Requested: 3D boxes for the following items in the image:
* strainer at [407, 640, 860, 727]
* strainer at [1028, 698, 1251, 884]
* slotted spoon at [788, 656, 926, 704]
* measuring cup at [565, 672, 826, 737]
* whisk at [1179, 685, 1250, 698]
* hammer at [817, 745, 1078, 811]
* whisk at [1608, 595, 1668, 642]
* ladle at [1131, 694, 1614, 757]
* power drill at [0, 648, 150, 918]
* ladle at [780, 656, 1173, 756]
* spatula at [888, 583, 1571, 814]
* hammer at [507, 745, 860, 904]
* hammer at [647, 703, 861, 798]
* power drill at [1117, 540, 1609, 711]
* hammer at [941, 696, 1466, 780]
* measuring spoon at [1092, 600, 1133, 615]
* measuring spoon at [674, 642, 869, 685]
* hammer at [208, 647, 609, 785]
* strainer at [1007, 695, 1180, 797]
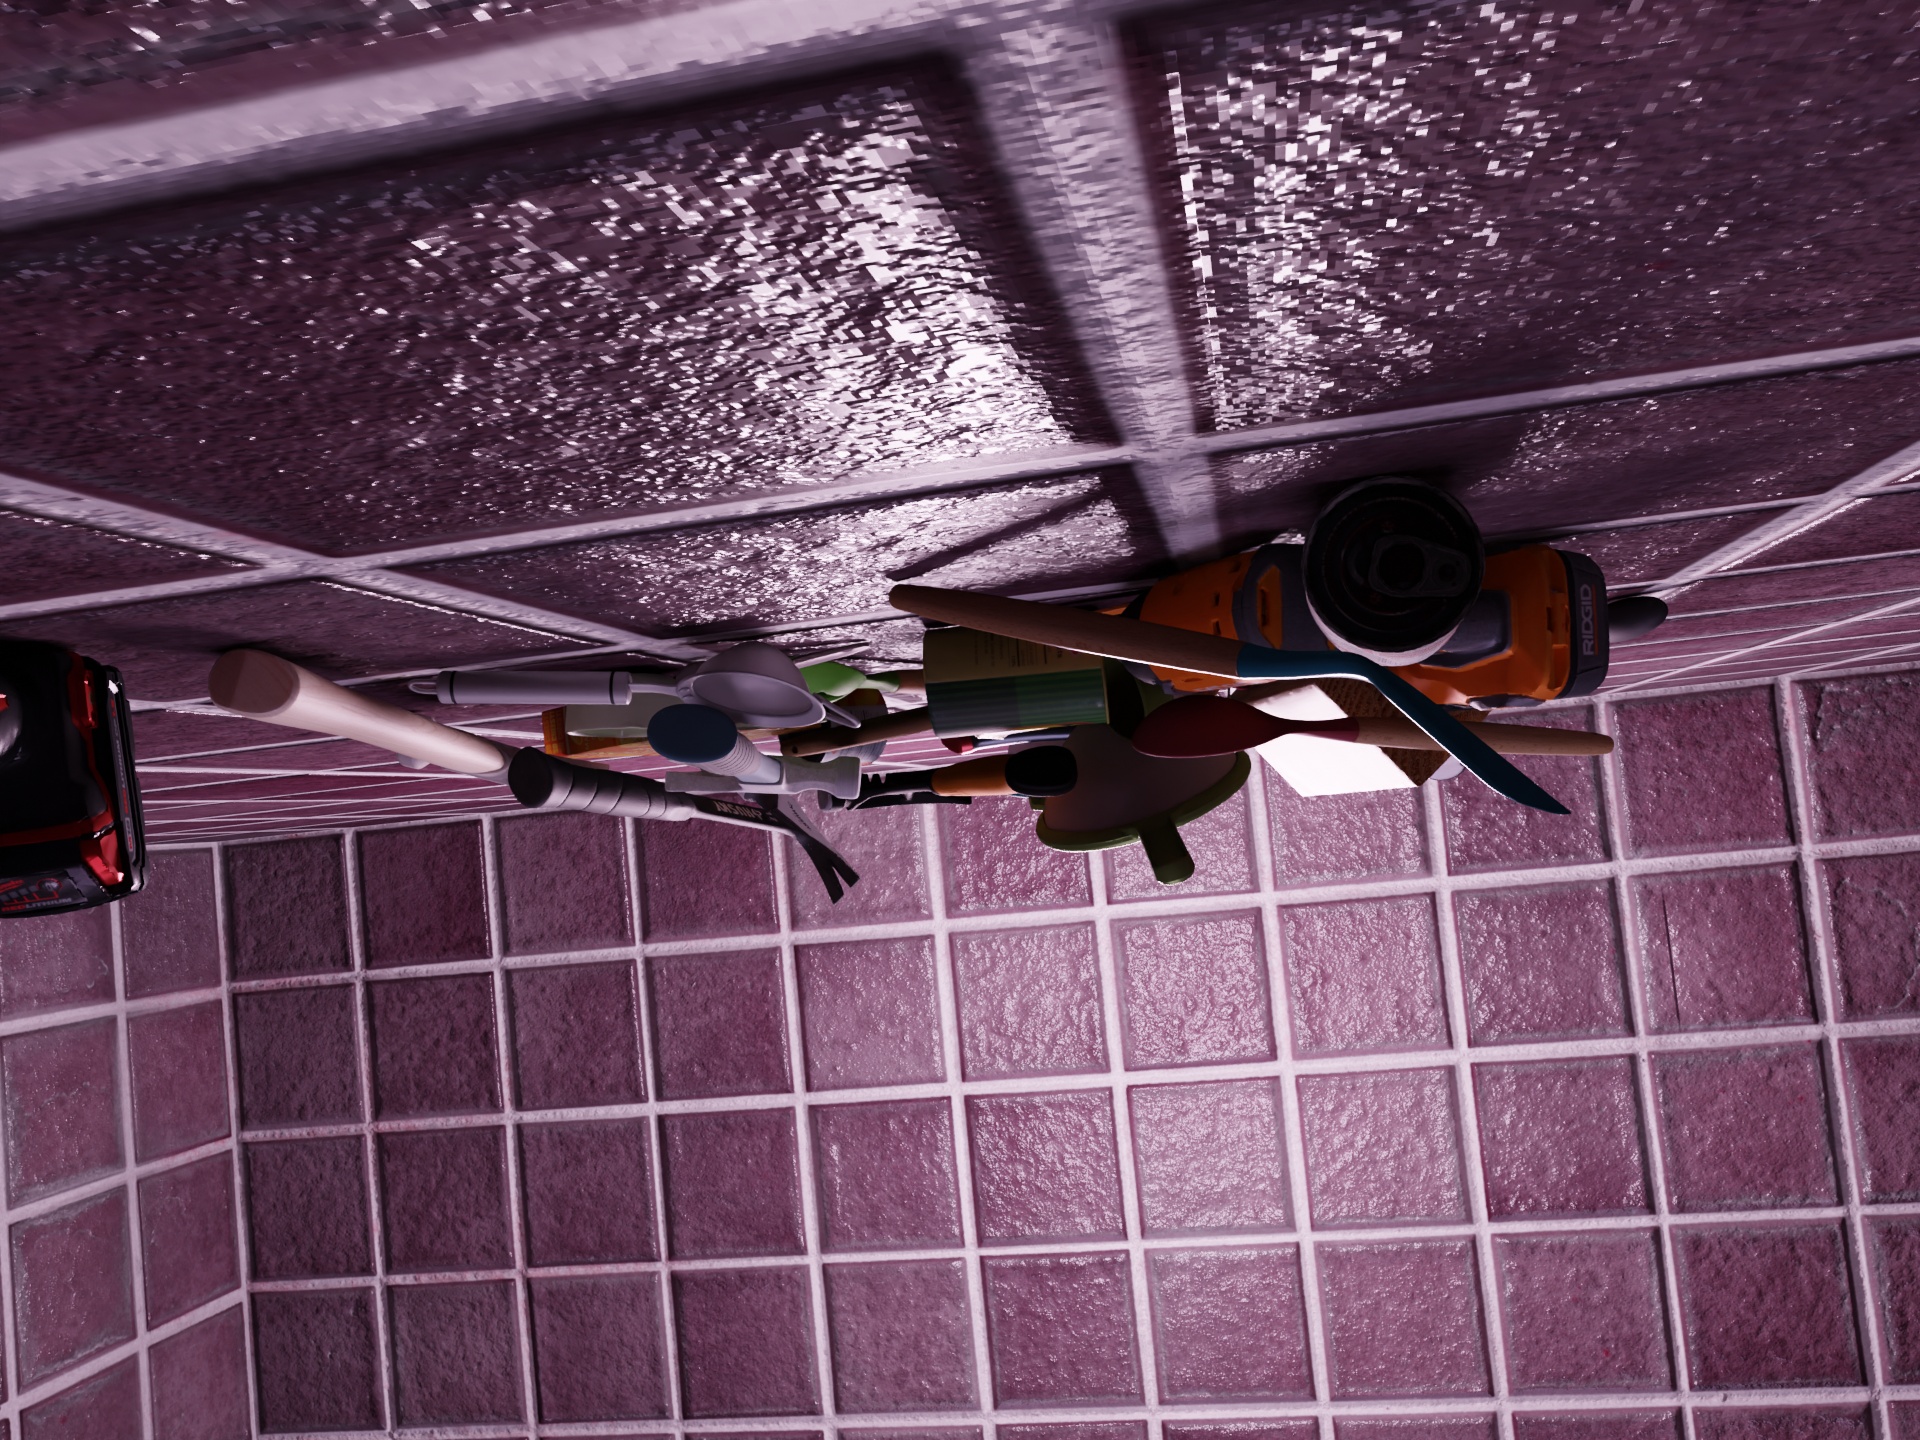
[{"bbox_3d":[-0.186,-0.021,0.909,0.258,0.050,0.086,0,160,-2],"label":"strainer"},{"bbox_3d":[0.112,0.037,1.007,0.151,0.069,0.256,-20,-169,4],"label":"strainer"},{"bbox_3d":[-0.031,-0.028,1.133,0.070,0.031,0.313,-11,175,35],"label":"slotted spoon"},{"bbox_3d":[-0.169,-0.012,1.025,0.167,0.038,0.083,-2,176,-16],"label":"measuring cup"},{"bbox_3d":[0.159,-0.030,0.984,0.051,0.047,0.245,-52,174,13],"label":"whisk"},{"bbox_3d":[0.005,0.043,1.122,0.127,0.034,0.337,-3,177,-21],"label":"hammer"},{"bbox_3d":[0.437,-0.053,1.255,0.070,0.070,0.284,-4,171,-27],"label":"whisk"},{"bbox_3d":[0.239,0.008,0.881,0.315,0.031,0.069,3,-166,-23],"label":"ladle"},{"bbox_3d":[-0.396,0.032,0.618,0.078,0.143,0.219,-8,179,-10],"label":"power drill"},{"bbox_3d":[-0.002,-0.003,1.059,0.320,0.078,0.062,-12,-166,33],"label":"ladle"},{"bbox_3d":[0.093,-0.019,0.665,0.318,0.044,0.082,14,-178,35],"label":"spatula"},{"bbox_3d":[-0.192,0.065,1.136,0.036,0.149,0.408,-47,162,7],"label":"hammer"},{"bbox_3d":[-0.135,0.022,0.962,0.128,0.033,0.331,2,174,1],"label":"hammer"},{"bbox_3d":[0.196,-0.046,0.818,0.226,0.084,0.164,0,177,-24],"label":"power drill"},{"bbox_3d":[0.176,-0.012,1.206,0.386,0.038,0.143,-1,-140,8],"label":"hammer"},{"bbox_3d":[0.090,-0.066,0.878,0.117,0.011,0.021,-11,175,23],"label":"measuring spoon"},{"bbox_3d":[-0.117,-0.038,0.978,0.124,0.018,0.034,-13,174,5],"label":"measuring spoon"},{"bbox_3d":[-0.319,0.009,0.941,0.146,0.038,0.410,14,174,0],"label":"hammer"},{"bbox_3d":[0.164,-0.002,1.373,0.211,0.095,0.340,-3,-174,32],"label":"strainer"}]
